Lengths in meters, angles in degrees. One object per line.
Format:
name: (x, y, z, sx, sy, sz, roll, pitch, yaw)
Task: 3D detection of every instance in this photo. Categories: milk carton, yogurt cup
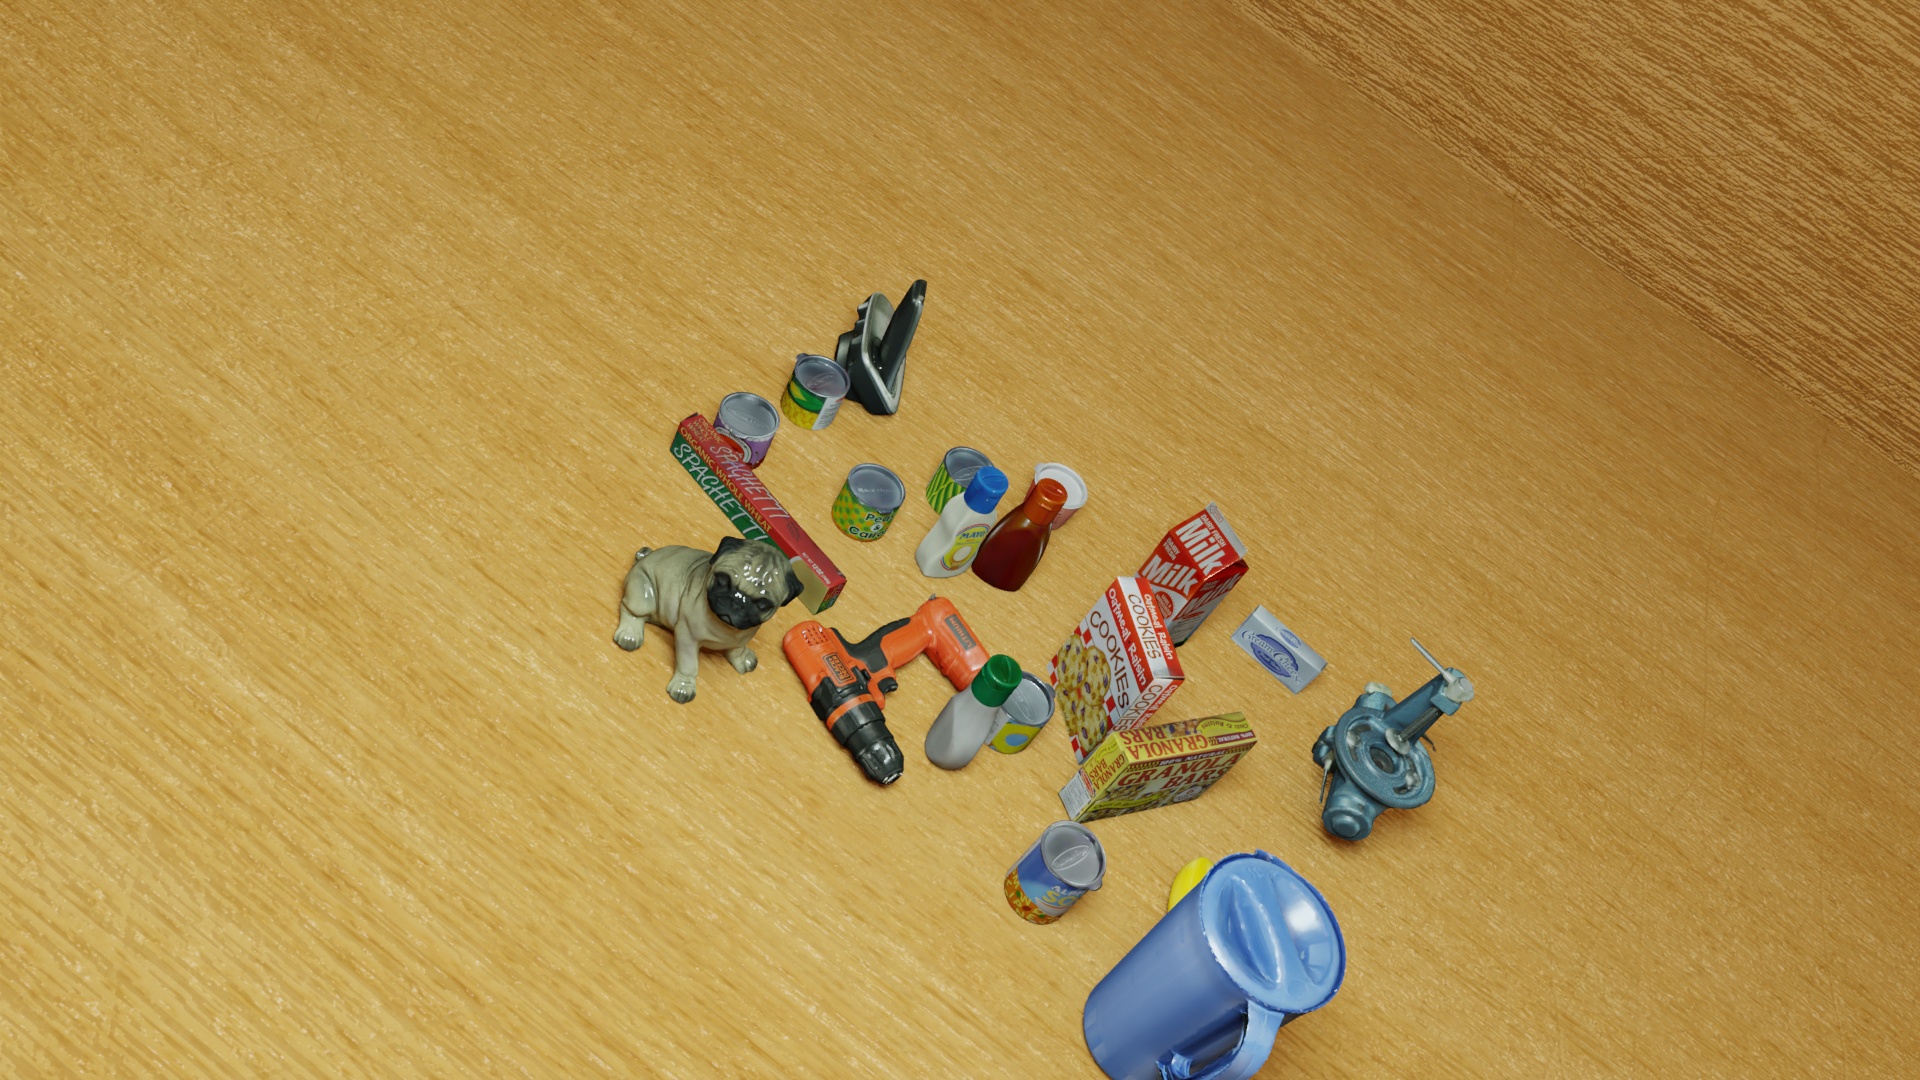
milk carton: (0.247, 0.042, 1.529, 0.074, 0.189, 0.072, -11, 58, -36)
yogurt cup: (0.108, -0.049, 1.631, 0.072, 0.053, 0.073, 16, 46, -17)

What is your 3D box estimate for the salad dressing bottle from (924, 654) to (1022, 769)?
salad dressing bottle: (0.012, 0.163, 1.321, 0.044, 0.146, 0.064, 15, 46, -18)

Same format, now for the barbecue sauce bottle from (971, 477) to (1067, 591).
barbecue sauce bottle: (0.068, -0.007, 1.503, 0.065, 0.147, 0.044, 26, 44, -7)

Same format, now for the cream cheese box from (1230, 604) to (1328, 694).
cream cheese box: (0.371, 0.128, 1.621, 0.104, 0.053, 0.024, 42, 44, 10)

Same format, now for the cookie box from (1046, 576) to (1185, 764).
cookie box: (0.156, 0.133, 1.413, 0.040, 0.166, 0.123, 4, 50, -27)

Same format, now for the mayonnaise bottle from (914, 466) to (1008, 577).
mayonnaise bottle: (0.005, -0.019, 1.478, 0.065, 0.147, 0.041, -6, 55, -33)

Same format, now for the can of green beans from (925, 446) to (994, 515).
can of green beans: (0.001, -0.064, 1.581, 0.071, 0.057, 0.071, 16, 46, -17)

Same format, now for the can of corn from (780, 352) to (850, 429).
can of corn: (-0.168, -0.170, 1.581, 0.071, 0.058, 0.071, 16, 46, -17)

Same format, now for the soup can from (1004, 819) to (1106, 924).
soup can: (0.088, 0.309, 1.279, 0.071, 0.083, 0.072, 16, 46, -17)

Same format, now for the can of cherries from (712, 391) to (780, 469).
can of cherries: (-0.236, -0.115, 1.494, 0.071, 0.058, 0.072, 16, 46, -17)

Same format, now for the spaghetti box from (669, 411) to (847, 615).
spaghetti box: (-0.212, -0.029, 1.437, 0.250, 0.050, 0.029, 47, 45, 15)

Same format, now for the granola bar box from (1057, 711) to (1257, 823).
granola bar box: (0.197, 0.227, 1.384, 0.166, 0.123, 0.039, -4, 54, -32)

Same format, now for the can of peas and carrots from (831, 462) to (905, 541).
can of peas and carrots: (-0.099, -0.039, 1.502, 0.071, 0.058, 0.071, 16, 46, -17)

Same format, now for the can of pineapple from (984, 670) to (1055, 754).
can of pineapple: (0.055, 0.173, 1.400, 0.071, 0.057, 0.071, 16, 46, -17)
